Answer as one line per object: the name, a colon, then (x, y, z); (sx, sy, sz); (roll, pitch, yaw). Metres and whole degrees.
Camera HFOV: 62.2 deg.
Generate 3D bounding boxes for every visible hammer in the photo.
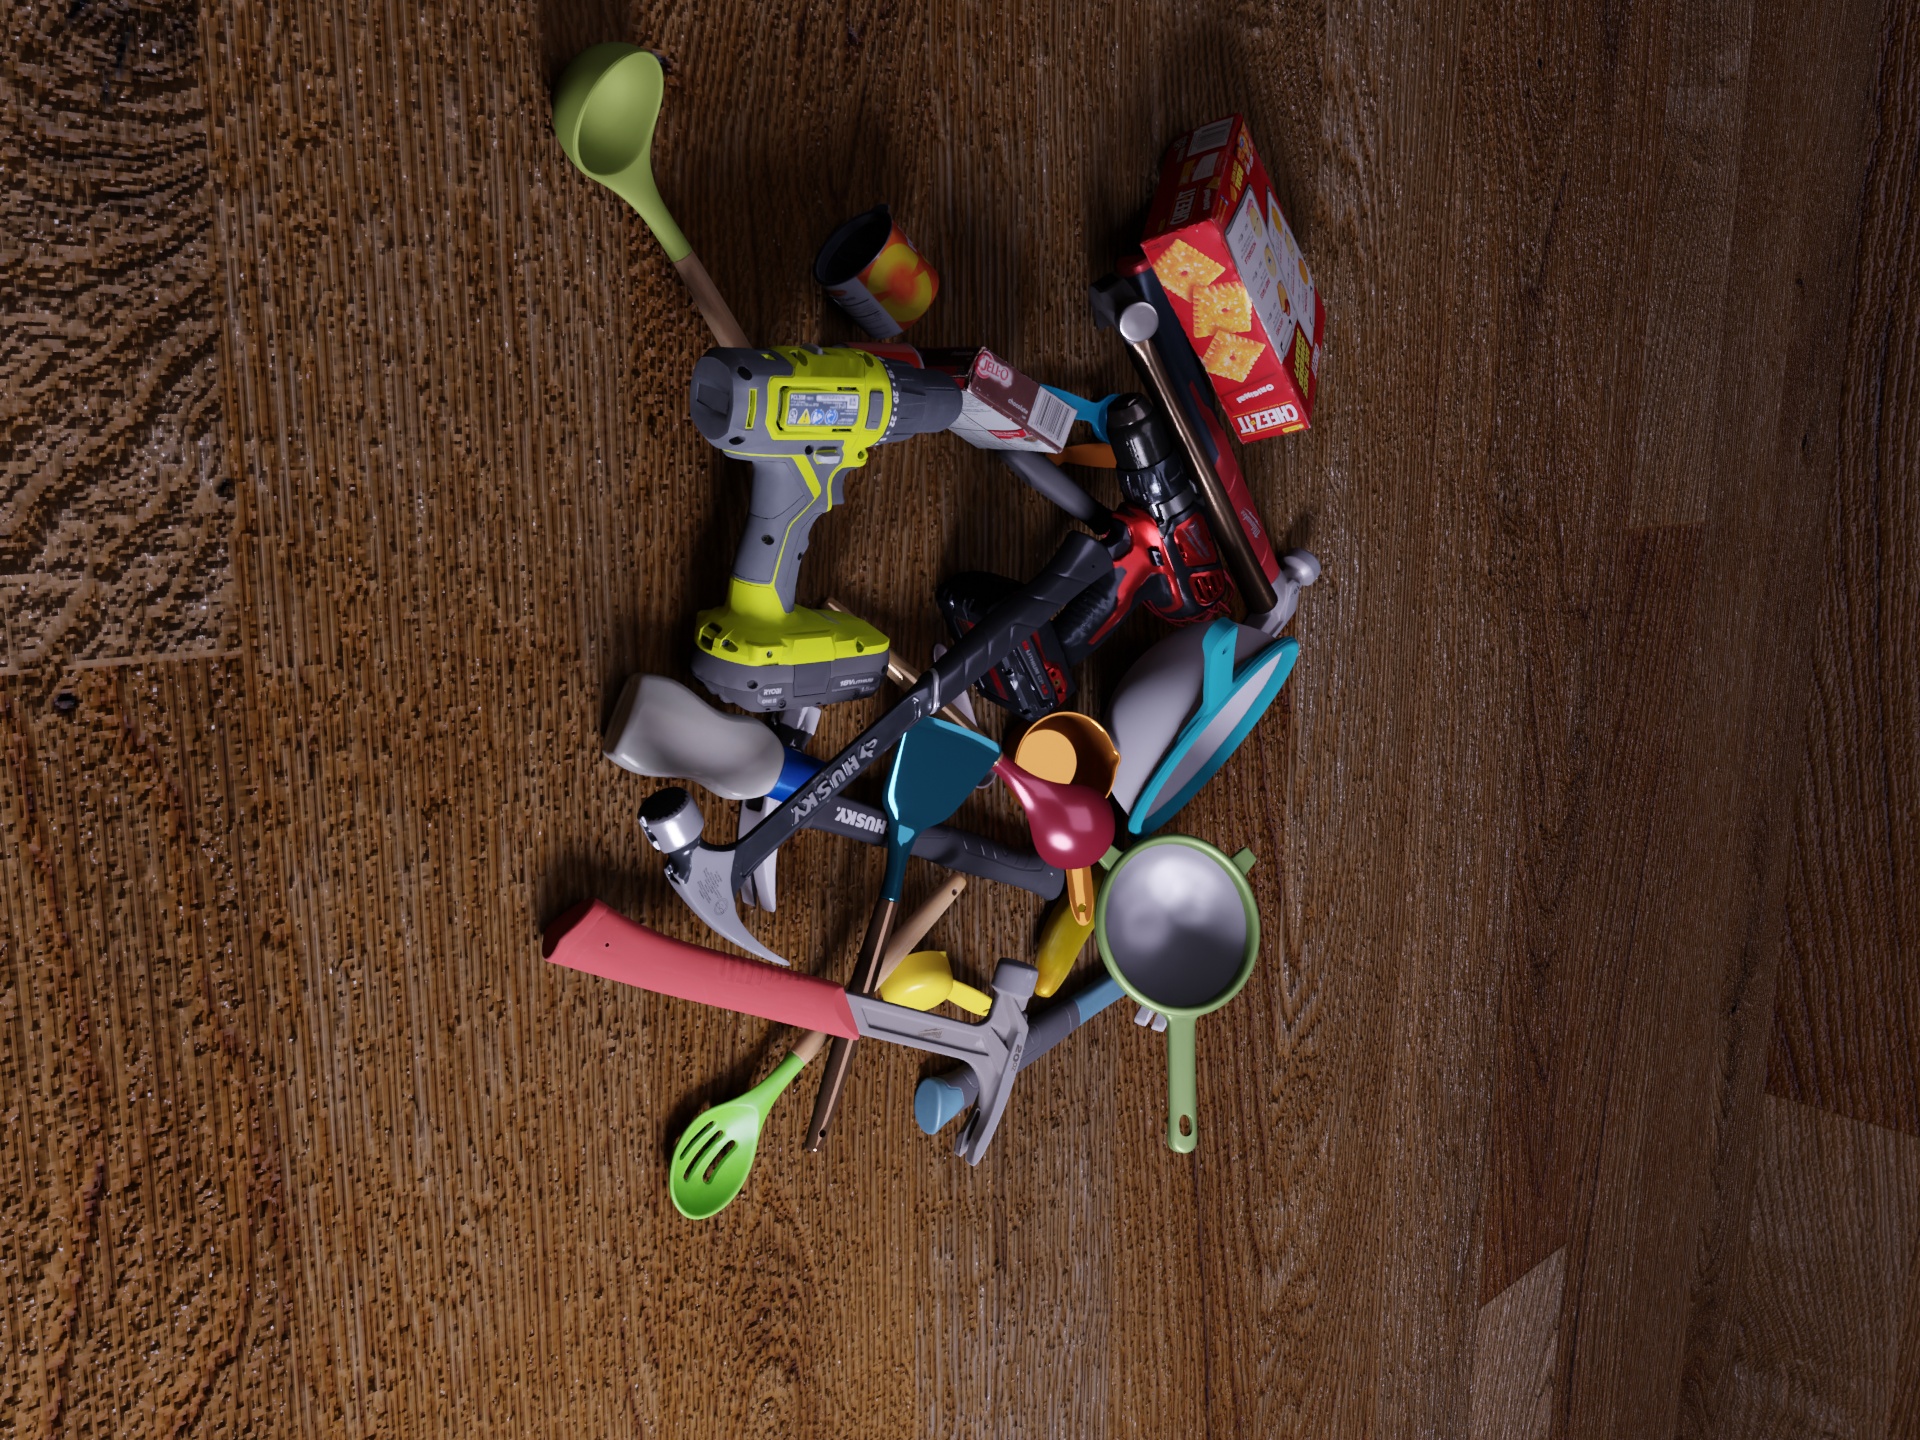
hammer: (0.212, -0.227, 1.388); (0.143, 0.038, 0.385); (-49, 128, -25)
hammer: (-0.031, -0.003, 1.074); (0.409, 0.036, 0.149); (-42, 127, -28)
hammer: (0.086, 0.255, 1.362); (0.331, 0.033, 0.128); (-25, 114, -39)
hammer: (0.187, -0.219, 1.299); (0.031, 0.130, 0.331); (-29, 123, 6)
hammer: (-0.033, 0.095, 1.211); (0.334, 0.035, 0.146); (21, 82, -45)
hammer: (-0.112, 0.199, 1.082); (0.358, 0.037, 0.149); (20, 86, -29)

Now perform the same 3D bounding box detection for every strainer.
strainer: (0.170, 0.224, 1.317); (0.151, 0.069, 0.256); (4, 78, -20)
strainer: (0.174, -0.030, 1.274); (0.211, 0.095, 0.340); (-47, 162, -9)

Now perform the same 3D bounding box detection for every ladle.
ladle: (0.010, 0.012, 1.190); (0.315, 0.031, 0.069); (42, 87, -23)
ladle: (-0.155, -0.271, 1.004); (0.078, 0.062, 0.319); (-51, 131, -25)

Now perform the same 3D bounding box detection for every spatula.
spatula: (-0.056, 0.154, 1.138); (0.082, 0.044, 0.317); (21, 81, -29)

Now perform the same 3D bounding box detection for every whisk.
whisk: (0.130, -0.154, 1.310); (0.295, 0.073, 0.073); (31, 76, -39)

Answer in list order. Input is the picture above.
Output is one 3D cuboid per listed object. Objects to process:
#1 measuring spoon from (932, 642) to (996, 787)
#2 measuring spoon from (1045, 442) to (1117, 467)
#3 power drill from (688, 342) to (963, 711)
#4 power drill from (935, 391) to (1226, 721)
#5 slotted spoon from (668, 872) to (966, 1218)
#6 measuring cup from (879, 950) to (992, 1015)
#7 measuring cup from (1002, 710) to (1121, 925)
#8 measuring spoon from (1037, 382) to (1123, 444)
measuring spoon: (-0.002, -0.004, 1.240); (0.034, 0.018, 0.124); (-34, 114, -35)
measuring spoon: (0.113, -0.218, 1.309); (0.117, 0.011, 0.021); (-8, 104, -44)
power drill: (-0.090, -0.130, 1.041); (0.190, 0.080, 0.228); (-8, 117, -40)
power drill: (0.096, -0.126, 1.224); (0.227, 0.080, 0.187); (-35, 121, -18)
slotted spoon: (-0.100, 0.226, 1.153); (0.314, 0.031, 0.070); (-47, 124, -21)
measuring cup: (-0.008, 0.220, 1.249); (0.156, 0.062, 0.029); (37, 27, -51)
measuring cup: (0.081, 0.077, 1.283); (0.095, 0.052, 0.173); (-9, 97, -17)
measuring spoon: (0.087, -0.252, 1.279); (0.128, 0.021, 0.042); (8, 93, -36)
